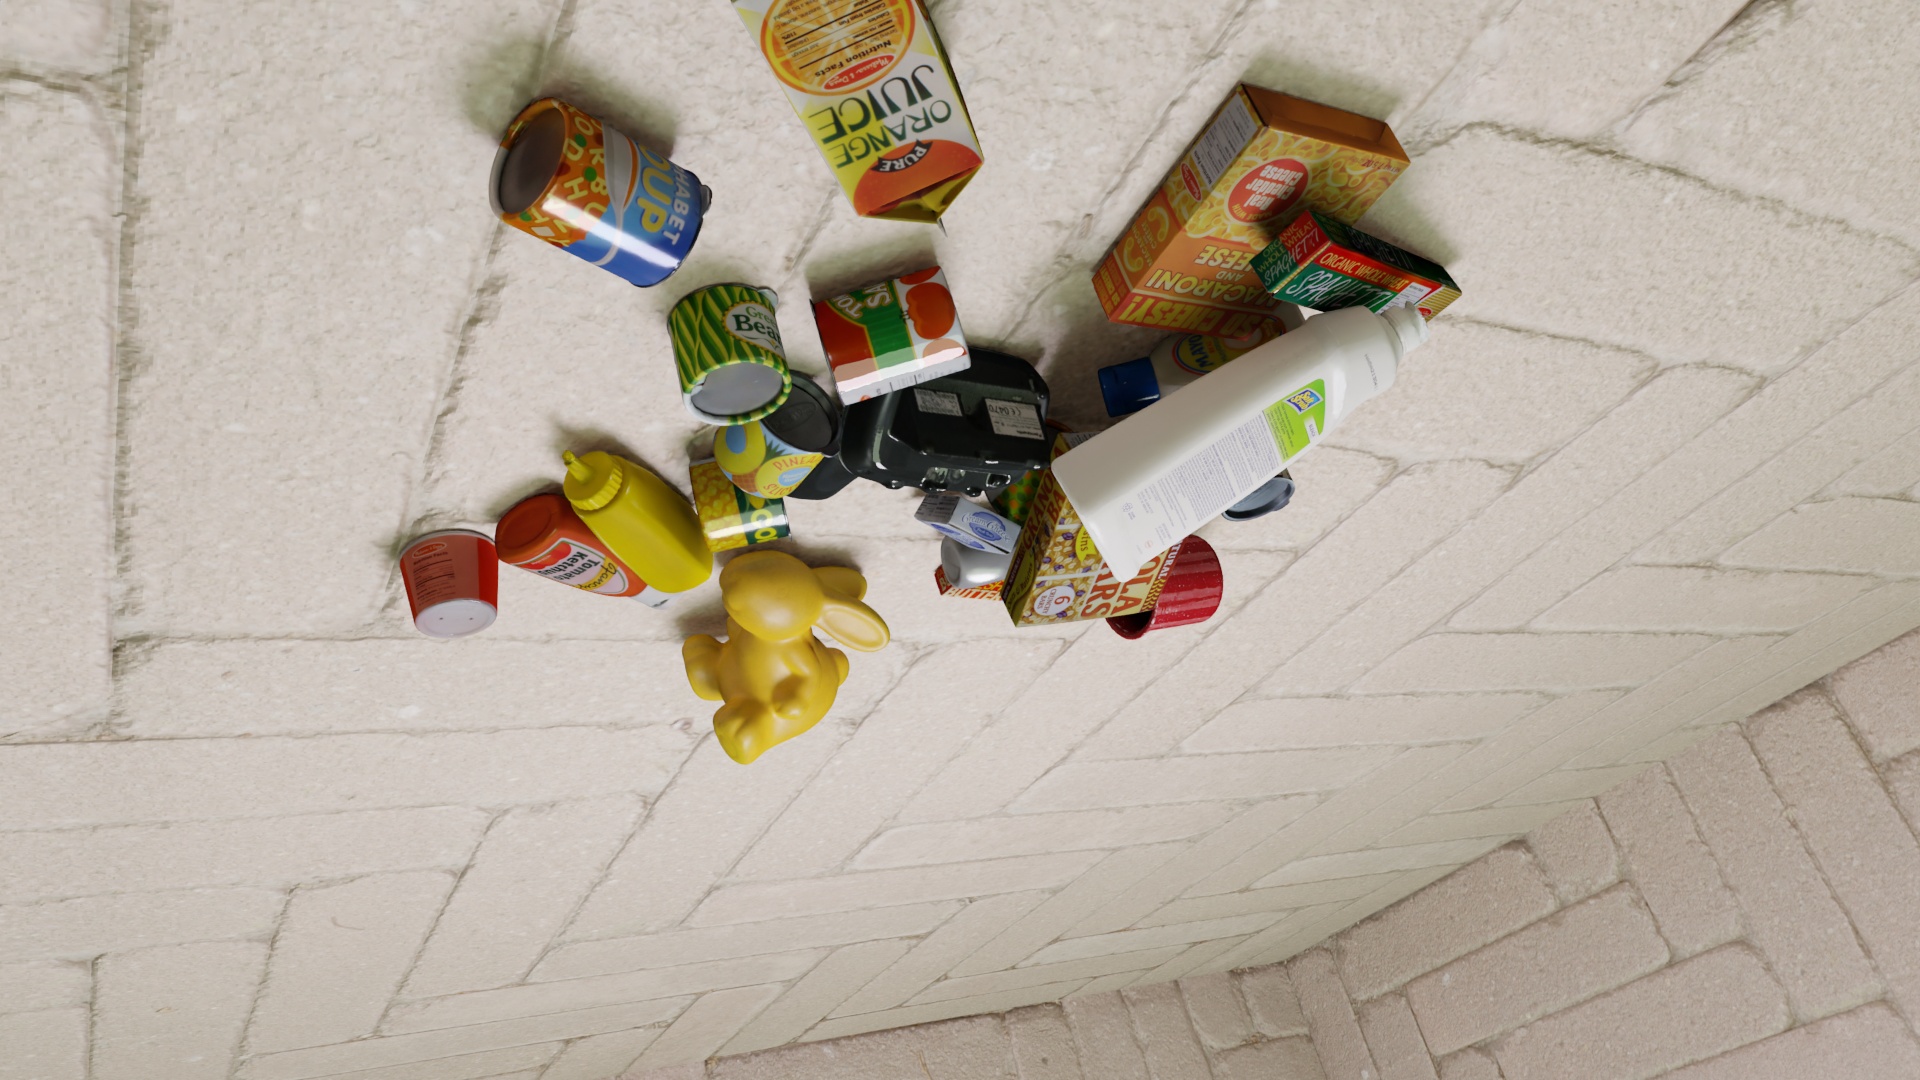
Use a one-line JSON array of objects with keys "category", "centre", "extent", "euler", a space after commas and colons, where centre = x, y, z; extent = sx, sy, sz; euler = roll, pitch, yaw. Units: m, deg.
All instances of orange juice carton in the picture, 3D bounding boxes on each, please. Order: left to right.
[{"category": "orange juice carton", "centre": [-0.044, -0.226, 0.667], "extent": [0.073, 0.072, 0.192], "euler": [-22, 151, 9]}]

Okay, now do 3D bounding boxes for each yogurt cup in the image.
[{"category": "yogurt cup", "centre": [-0.356, 0.033, 0.973], "extent": [0.072, 0.054, 0.072], "euler": [-14, 151, -8]}]

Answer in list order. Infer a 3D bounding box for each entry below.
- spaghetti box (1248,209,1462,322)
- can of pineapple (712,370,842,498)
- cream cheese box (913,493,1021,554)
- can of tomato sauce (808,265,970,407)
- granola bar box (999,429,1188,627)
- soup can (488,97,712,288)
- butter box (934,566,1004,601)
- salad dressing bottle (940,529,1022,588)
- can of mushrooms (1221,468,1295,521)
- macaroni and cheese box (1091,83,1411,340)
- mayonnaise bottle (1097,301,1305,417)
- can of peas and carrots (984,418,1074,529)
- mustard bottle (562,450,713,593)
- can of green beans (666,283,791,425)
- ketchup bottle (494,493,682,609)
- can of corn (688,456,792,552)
[{"category": "spaghetti box", "centre": [0.266, -0.172, 0.914], "extent": [0.050, 0.029, 0.250], "euler": [-42, 157, 30]}, {"category": "can of pineapple", "centre": [-0.119, -0.068, 0.908], "extent": [0.071, 0.071, 0.057], "euler": [7, 144, -37]}, {"category": "cream cheese box", "centre": [0.004, -0.013, 1.043], "extent": [0.053, 0.024, 0.104], "euler": [26, 176, -16]}, {"category": "can of tomato sauce", "centre": [-0.043, -0.127, 0.851], "extent": [0.083, 0.071, 0.071], "euler": [-17, 151, -1]}, {"category": "granola bar box", "centre": [0.110, -0.009, 1.021], "extent": [0.124, 0.039, 0.164], "euler": [-6, 137, -25]}, {"category": "soup can", "centre": [-0.179, -0.173, 0.692], "extent": [0.071, 0.071, 0.084], "euler": [-33, 147, 27]}, {"category": "butter box", "centre": [0.033, 0.030, 1.211], "extent": [0.103, 0.024, 0.053], "euler": [8, 144, -37]}, {"category": "salad dressing bottle", "centre": [0.058, 0.003, 1.147], "extent": [0.148, 0.064, 0.043], "euler": [-12, 109, -23]}, {"category": "can of mushrooms", "centre": [0.250, -0.047, 1.184], "extent": [0.071, 0.033, 0.070], "euler": [-13, 151, -8]}, {"category": "macaroni and cheese box", "centre": [0.178, -0.199, 0.869], "extent": [0.124, 0.040, 0.165], "euler": [2, 146, -32]}, {"category": "mayonnaise bottle", "centre": [0.173, -0.123, 0.981], "extent": [0.148, 0.065, 0.041], "euler": [-15, 144, 4]}, {"category": "can of peas and carrots", "centre": [0.061, -0.049, 1.042], "extent": [0.071, 0.071, 0.058], "euler": [7, 143, -36]}, {"category": "mustard bottle", "centre": [-0.226, -0.021, 0.945], "extent": [0.049, 0.065, 0.159], "euler": [-24, 145, 10]}, {"category": "can of green beans", "centre": [-0.139, -0.111, 0.834], "extent": [0.071, 0.058, 0.071], "euler": [-13, 151, -7]}, {"category": "ketchup bottle", "centre": [-0.260, 0.013, 1.001], "extent": [0.064, 0.044, 0.148], "euler": [-23, 152, 21]}, {"category": "can of corn", "centre": [-0.152, -0.026, 0.962], "extent": [0.058, 0.071, 0.071], "euler": [-13, 151, -7]}]
